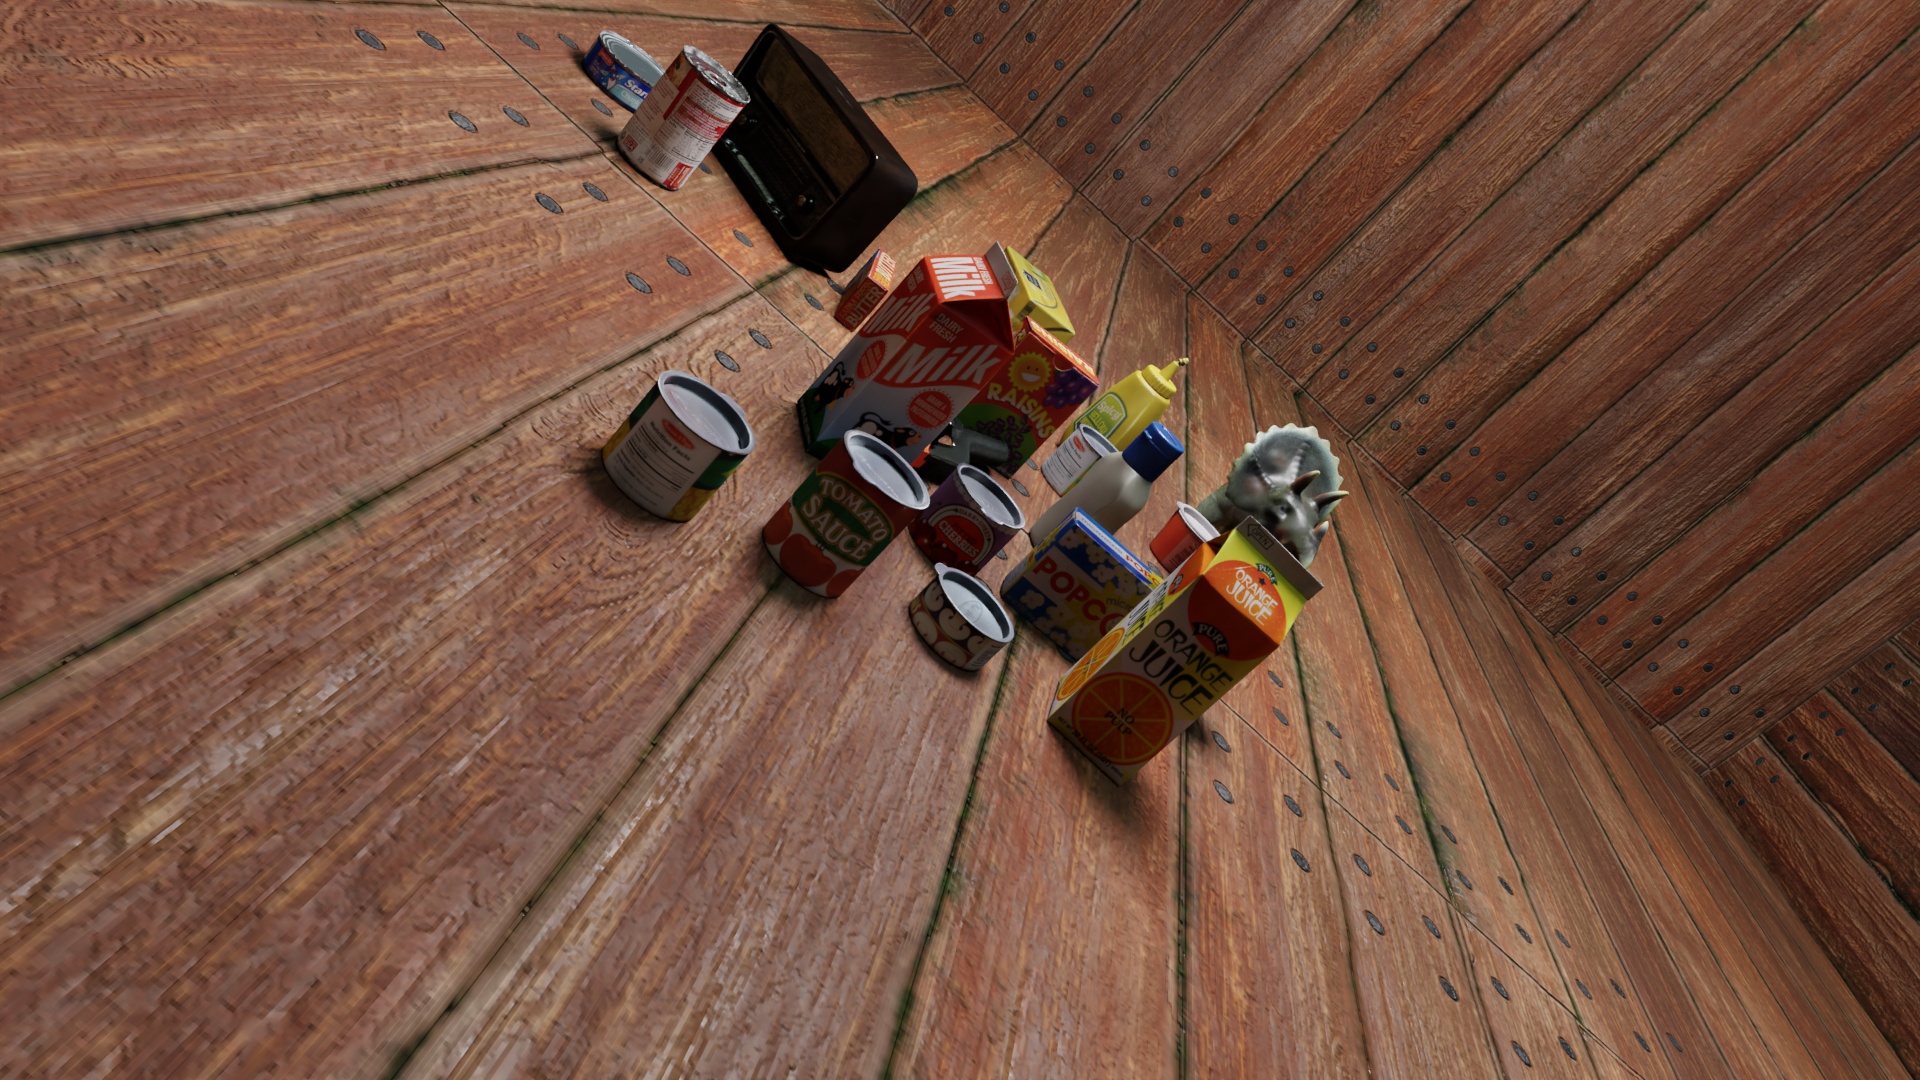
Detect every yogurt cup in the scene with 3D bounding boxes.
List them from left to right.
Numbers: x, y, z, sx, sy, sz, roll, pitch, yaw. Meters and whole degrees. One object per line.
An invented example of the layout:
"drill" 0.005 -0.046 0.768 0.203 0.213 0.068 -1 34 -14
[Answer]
"yogurt cup" 0.231 0.005 1.422 0.072 0.053 0.073 38 21 -17

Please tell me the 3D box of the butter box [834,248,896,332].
"butter box" -0.087 -0.233 1.287 0.024 0.053 0.104 39 21 -15

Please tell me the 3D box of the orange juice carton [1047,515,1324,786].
"orange juice carton" 0.153 0.071 0.946 0.072 0.192 0.073 43 20 -4

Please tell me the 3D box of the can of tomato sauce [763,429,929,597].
"can of tomato sauce" -0.071 -0.015 0.850 0.071 0.083 0.071 38 21 -17

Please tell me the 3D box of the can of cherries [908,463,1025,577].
"can of cherries" 0.004 -0.013 1.021 0.071 0.058 0.072 38 21 -17

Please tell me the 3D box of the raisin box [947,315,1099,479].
"raisin box" 0.051 -0.127 1.238 0.086 0.123 0.040 35 22 -23

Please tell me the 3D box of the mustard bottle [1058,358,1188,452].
"mustard bottle" 0.173 -0.134 1.428 0.049 0.159 0.065 20 31 -49

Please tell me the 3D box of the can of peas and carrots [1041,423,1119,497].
"can of peas and carrots" 0.123 -0.070 1.356 0.071 0.058 0.071 38 21 -17

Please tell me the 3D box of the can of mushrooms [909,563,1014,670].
"can of mushrooms" -0.001 0.051 0.925 0.071 0.033 0.071 38 21 -17

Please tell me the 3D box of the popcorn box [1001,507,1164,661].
"popcorn box" 0.105 0.047 1.058 0.126 0.085 0.038 40 20 -11

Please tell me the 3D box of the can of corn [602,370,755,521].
"can of corn" -0.160 -0.054 0.794 0.071 0.058 0.071 38 21 -17

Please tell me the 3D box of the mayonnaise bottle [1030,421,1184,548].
"mayonnaise bottle" 0.123 -0.036 1.162 0.041 0.147 0.065 29 25 -37

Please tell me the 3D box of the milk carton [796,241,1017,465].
"milk carton" -0.029 -0.131 1.000 0.073 0.190 0.073 32 23 -31
